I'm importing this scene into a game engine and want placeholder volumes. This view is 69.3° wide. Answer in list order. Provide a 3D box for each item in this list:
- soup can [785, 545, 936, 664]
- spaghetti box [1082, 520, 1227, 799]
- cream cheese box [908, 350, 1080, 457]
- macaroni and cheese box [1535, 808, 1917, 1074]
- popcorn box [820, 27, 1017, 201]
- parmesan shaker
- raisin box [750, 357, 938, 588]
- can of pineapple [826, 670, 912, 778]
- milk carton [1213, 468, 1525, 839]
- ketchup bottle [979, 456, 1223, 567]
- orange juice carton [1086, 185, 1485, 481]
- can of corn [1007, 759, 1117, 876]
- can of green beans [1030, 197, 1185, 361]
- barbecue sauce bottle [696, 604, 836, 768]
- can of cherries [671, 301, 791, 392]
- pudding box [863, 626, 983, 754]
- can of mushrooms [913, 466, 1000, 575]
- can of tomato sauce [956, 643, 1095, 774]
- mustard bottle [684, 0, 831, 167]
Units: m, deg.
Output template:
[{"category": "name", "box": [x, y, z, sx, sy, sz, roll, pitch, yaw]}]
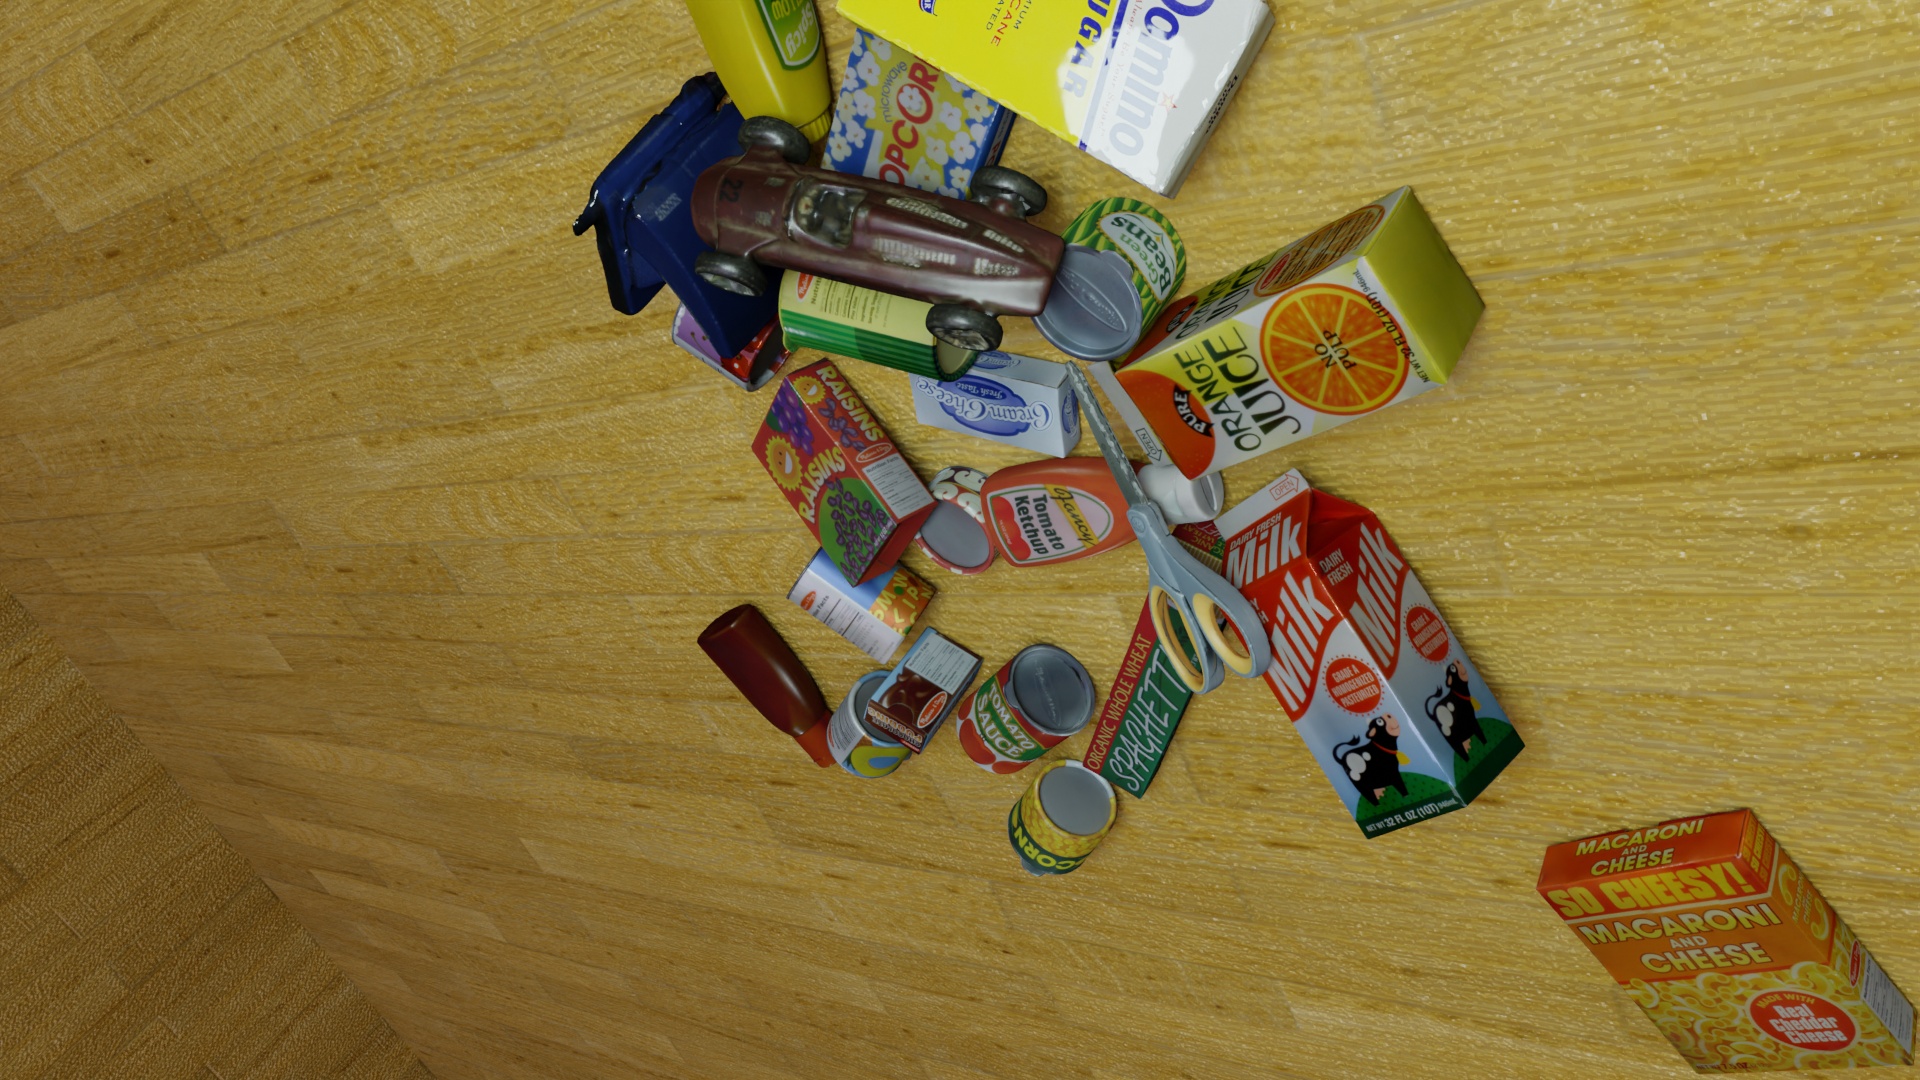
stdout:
[{"category": "soup can", "box": [-0.067, 0.035, 0.973, 0.084, 0.072, 0.071, 35, 140, -1]}, {"category": "spaghetti box", "box": [0.130, 0.082, 0.893, 0.050, 0.029, 0.248, 29, 139, 14]}, {"category": "cream cheese box", "box": [0.020, -0.086, 0.826, 0.104, 0.024, 0.053, 15, 137, 27]}, {"category": "macaroni and cheese box", "box": [0.432, 0.231, 0.790, 0.166, 0.040, 0.123, 48, 140, -10]}, {"category": "popcorn box", "box": [-0.019, -0.219, 0.723, 0.085, 0.038, 0.126, 33, 139, 7]}, {"category": "parmesan shaker", "box": [-0.044, -0.130, 0.799, 0.103, 0.072, 0.071, 17, 135, 24]}, {"category": "raisin box", "box": [-0.077, -0.043, 0.901, 0.123, 0.040, 0.085, 52, 143, 13]}, {"category": "can of pineapple", "box": [-0.062, 0.141, 1.068, 0.071, 0.071, 0.057, 38, 140, 3]}, {"category": "milk carton", "box": [0.210, 0.055, 0.751, 0.190, 0.074, 0.072, 58, 139, 6]}, {"category": "ketchup bottle", "box": [0.083, -0.022, 0.822, 0.148, 0.044, 0.064, -9, 111, 41]}, {"category": "orange juice carton", "box": [0.148, -0.091, 0.685, 0.192, 0.073, 0.071, -22, 111, 47]}, {"category": "can of corn", "box": [0.074, 0.204, 1.016, 0.071, 0.071, 0.058, 34, 139, 7]}, {"category": "can of green beans", "box": [0.075, -0.134, 0.713, 0.071, 0.058, 0.071, 21, 137, 21]}, {"category": "barbecue sauce bottle", "box": [-0.147, 0.121, 1.131, 0.064, 0.044, 0.148, -23, 111, 47]}, {"category": "can of cherries", "box": [-0.136, -0.137, 0.868, 0.058, 0.072, 0.071, 34, 140, 7]}, {"category": "pudding box", "box": [-0.026, 0.106, 0.992, 0.050, 0.084, 0.030, 30, 140, 11]}, {"category": "can of mushrooms", "box": [0.003, -0.011, 0.901, 0.071, 0.034, 0.070, 21, 136, 22]}, {"category": "can of tomato sauce", "box": [0.042, 0.119, 0.962, 0.071, 0.071, 0.082, 41, 141, -2]}, {"category": "mustard bottle", "box": [-0.100, -0.259, 0.733, 0.049, 0.065, 0.159, 11, 140, 29]}]
